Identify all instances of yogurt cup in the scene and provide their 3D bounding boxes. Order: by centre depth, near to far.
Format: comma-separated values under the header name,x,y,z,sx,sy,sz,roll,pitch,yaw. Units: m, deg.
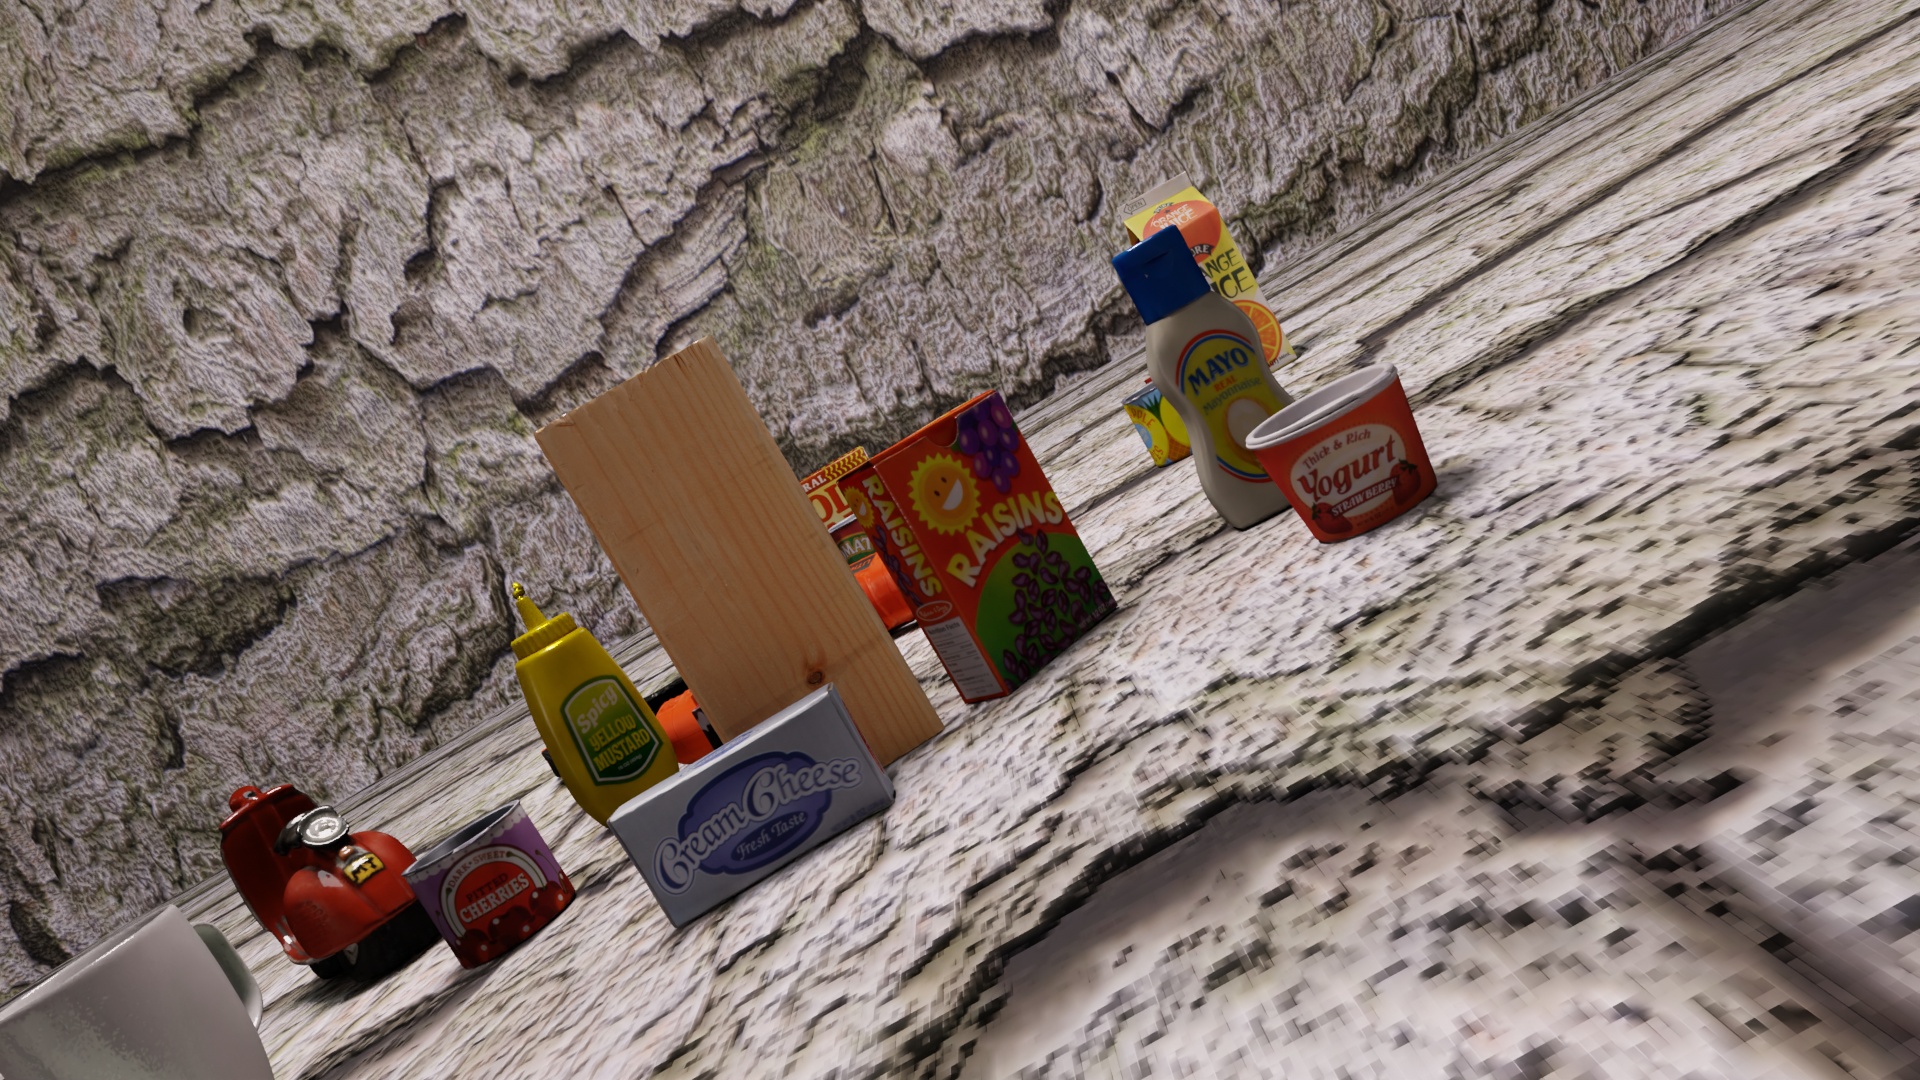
name,x,y,z,sx,sy,sz,roll,pitch,yaw
yogurt cup,0.161,-0.035,0.577,0.072,0.054,0.072,-30,6,3

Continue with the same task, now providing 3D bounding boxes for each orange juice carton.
name,x,y,z,sx,sy,sz,roll,pitch,yaw
orange juice carton,0.216,-0.228,1.237,0.072,0.192,0.073,-30,6,1

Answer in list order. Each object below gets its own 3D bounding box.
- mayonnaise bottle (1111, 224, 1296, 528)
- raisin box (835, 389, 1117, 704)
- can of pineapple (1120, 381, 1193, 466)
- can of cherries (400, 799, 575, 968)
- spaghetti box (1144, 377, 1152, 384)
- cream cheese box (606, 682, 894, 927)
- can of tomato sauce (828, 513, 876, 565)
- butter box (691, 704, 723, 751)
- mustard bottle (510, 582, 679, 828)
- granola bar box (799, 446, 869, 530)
name,x,y,z,sx,sy,sz,roll,pitch,yaw
mayonnaise bottle,0.125,-0.083,0.686,0.065,0.148,0.041,-29,6,5
raisin box,0.009,0.002,0.656,0.086,0.123,0.040,-34,7,-35
can of pineapple,0.161,-0.094,1.039,0.071,0.058,0.071,-30,6,3
can of cherries,-0.240,0.176,0.710,0.071,0.058,0.071,-30,6,3
spaghetti box,0.199,-0.121,1.124,0.029,0.050,0.250,-30,6,-3
cream cheese box,-0.084,0.107,0.563,0.104,0.053,0.024,-30,6,-3
can of tomato sauce,-0.054,0.014,1.045,0.071,0.083,0.071,-30,6,3
butter box,-0.085,0.086,0.738,0.103,0.053,0.024,-29,6,8
mustard bottle,-0.233,0.096,0.847,0.065,0.160,0.048,-34,7,-32
granola bar box,-0.126,0.012,1.202,0.166,0.124,0.039,-30,6,-3
